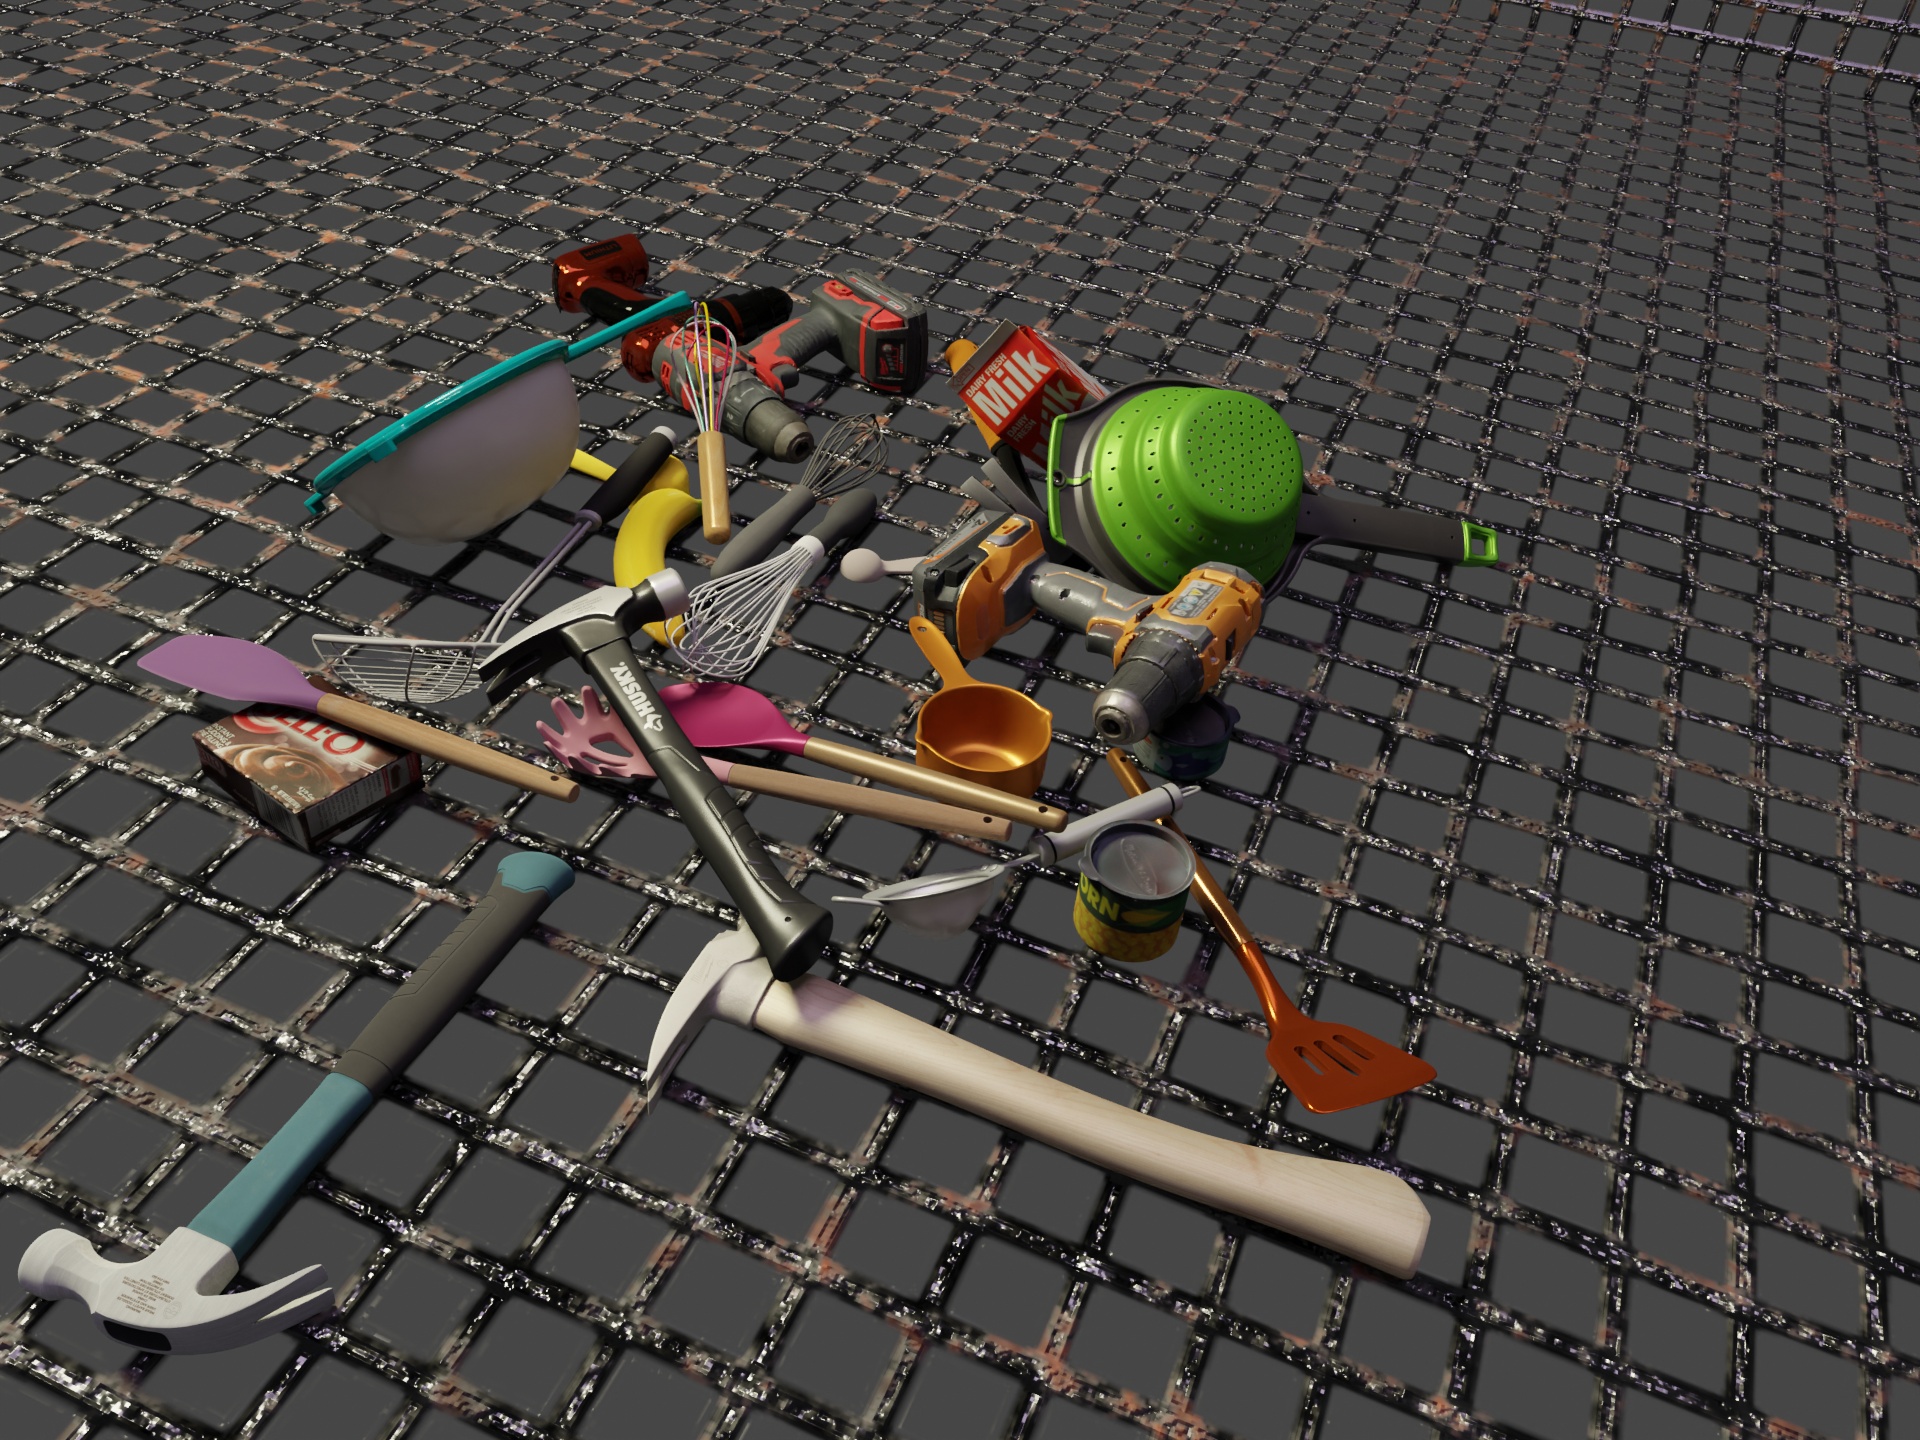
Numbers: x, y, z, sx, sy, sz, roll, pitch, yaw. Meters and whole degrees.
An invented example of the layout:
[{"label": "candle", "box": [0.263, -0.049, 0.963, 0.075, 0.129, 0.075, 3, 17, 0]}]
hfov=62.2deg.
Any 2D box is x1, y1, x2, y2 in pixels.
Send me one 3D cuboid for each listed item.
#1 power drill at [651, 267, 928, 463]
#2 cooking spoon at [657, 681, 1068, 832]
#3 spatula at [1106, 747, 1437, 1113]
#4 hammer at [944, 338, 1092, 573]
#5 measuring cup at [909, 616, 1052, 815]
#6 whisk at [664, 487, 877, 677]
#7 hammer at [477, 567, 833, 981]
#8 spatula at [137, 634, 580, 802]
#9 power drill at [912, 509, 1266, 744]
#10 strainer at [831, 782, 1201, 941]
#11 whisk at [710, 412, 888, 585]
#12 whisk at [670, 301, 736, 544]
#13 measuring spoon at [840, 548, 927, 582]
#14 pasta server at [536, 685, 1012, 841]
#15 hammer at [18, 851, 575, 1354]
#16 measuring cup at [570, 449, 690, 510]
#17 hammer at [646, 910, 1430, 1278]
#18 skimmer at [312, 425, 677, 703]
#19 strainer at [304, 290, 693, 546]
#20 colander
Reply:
[{"label": "power drill", "box": [-0.132, -0.305, 1.394, 0.226, 0.080, 0.188, -29, 51, -31]}, {"label": "cooking spoon", "box": [-0.076, 0.025, 1.020, 0.319, 0.017, 0.069, 15, 43, 27]}, {"label": "spatula", "box": [0.163, 0.115, 0.963, 0.081, 0.041, 0.323, -11, 42, -19]}, {"label": "hammer", "box": [0.026, -0.244, 1.336, 0.127, 0.034, 0.337, 36, 22, -32]}, {"label": "measuring cup", "box": [-0.002, -0.003, 1.074, 0.095, 0.052, 0.174, -11, 41, -19]}, {"label": "whisk", "box": [-0.128, -0.110, 1.183, 0.070, 0.070, 0.285, 20, 37, 15]}, {"label": "hammer", "box": [-0.174, 0.031, 0.958, 0.146, 0.035, 0.335, -25, 50, -19]}, {"label": "spatula", "box": [-0.374, -0.004, 0.991, 0.316, 0.018, 0.060, 18, 36, 16]}, {"label": "power drill", "box": [0.076, -0.063, 1.107, 0.226, 0.084, 0.185, 17, 41, 27]}, {"label": "strainer", "box": [0.044, 0.085, 0.970, 0.258, 0.050, 0.087, -20, 5, -24]}, {"label": "whisk", "box": [-0.127, -0.176, 1.267, 0.055, 0.055, 0.239, 23, 48, 18]}, {"label": "whisk", "box": [-0.201, -0.239, 1.275, 0.051, 0.047, 0.245, 24, 46, -42]}, {"label": "measuring spoon", "box": [-0.032, -0.127, 1.238, 0.124, 0.018, 0.034, -6, 42, -15]}, {"label": "pasta server", "box": [-0.119, 0.034, 0.994, 0.316, 0.040, 0.060, 11, 49, 18]}, {"label": "hammer", "box": [-0.310, 0.181, 0.830, 0.128, 0.033, 0.331, 18, 42, 14]}, {"label": "measuring cup", "box": [-0.290, -0.213, 1.296, 0.156, 0.029, 0.062, 24, 43, 16]}, {"label": "hammer", "box": [0.038, 0.210, 0.839, 0.411, 0.038, 0.146, 18, 43, 13]}, {"label": "skimmer", "box": [-0.308, -0.132, 1.134, 0.127, 0.090, 0.363, 4, 42, 26]}, {"label": "strainer", "box": [-0.319, -0.224, 1.215, 0.340, 0.095, 0.211, -38, 16, -32]}, {"label": "colander", "box": [0.266, -0.172, 1.221, 0.397, 0.094, 0.205, 7, 74, -18]}]
